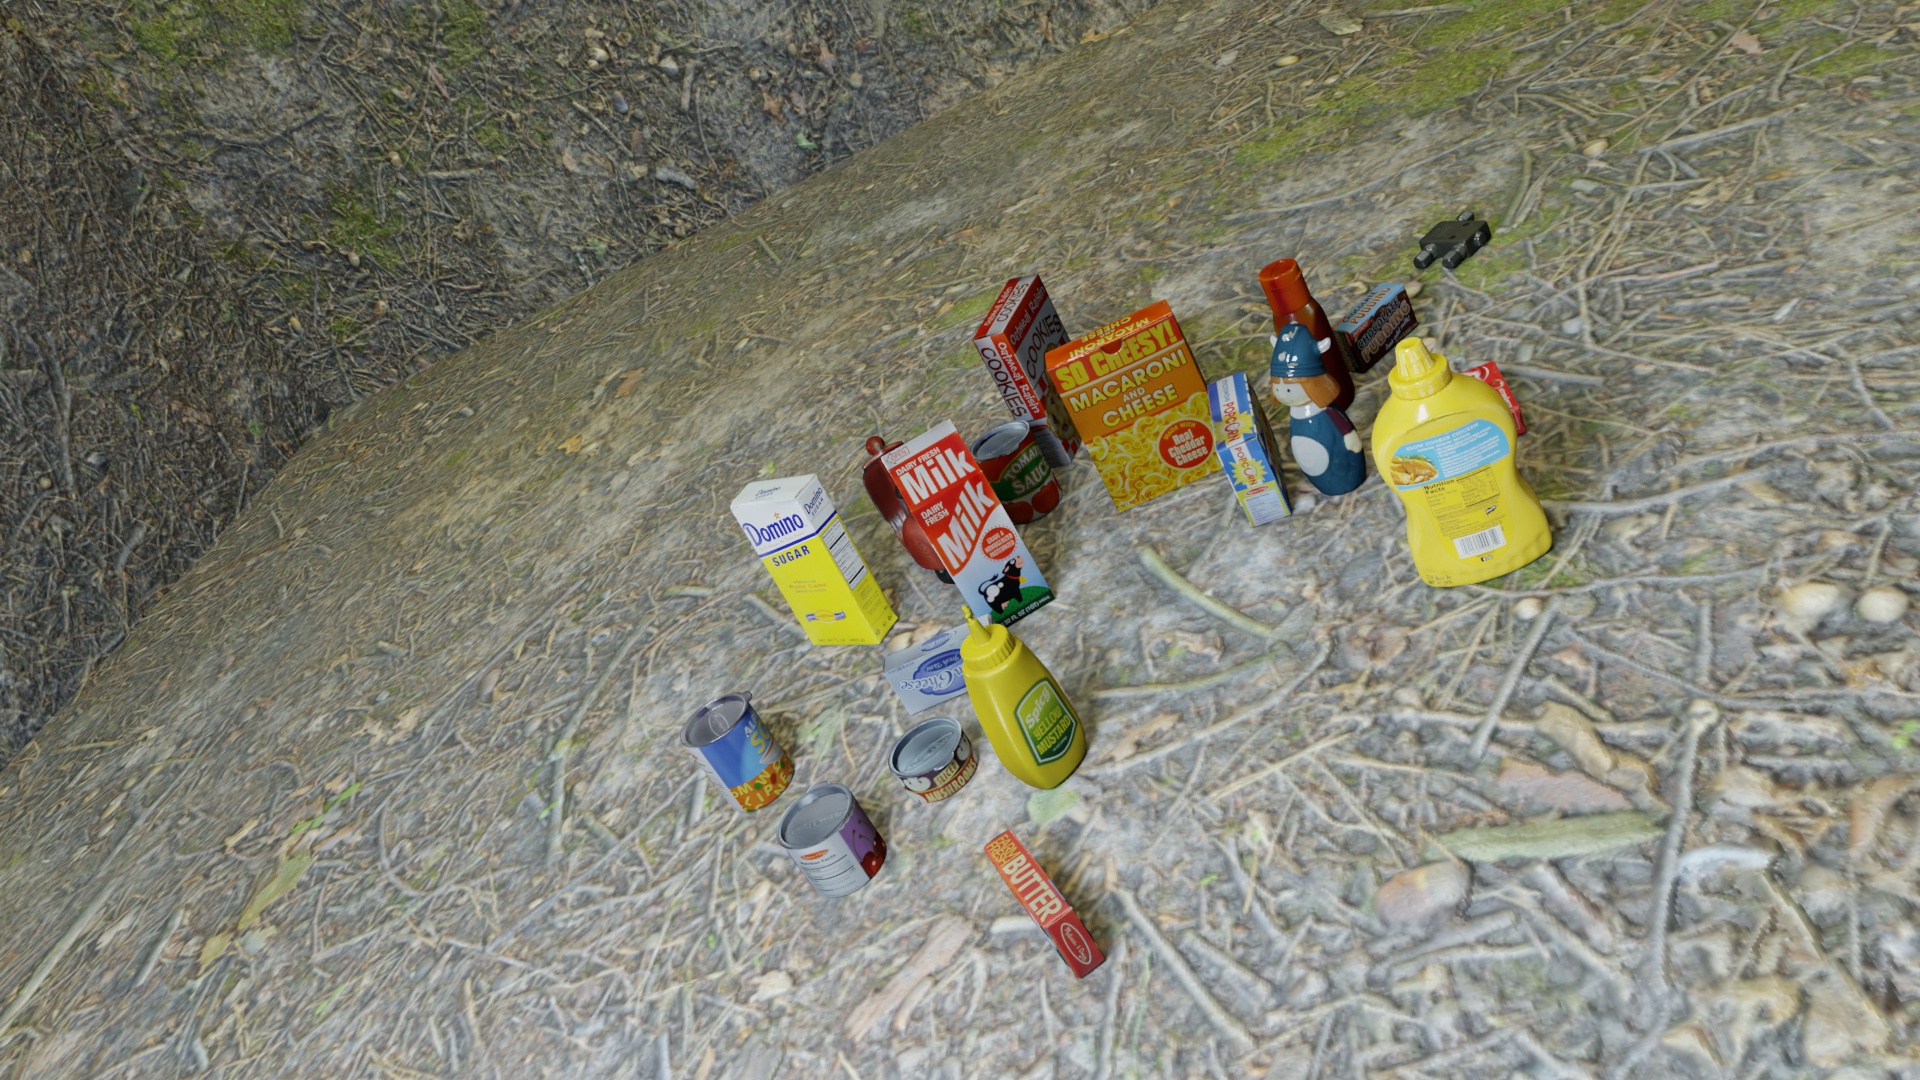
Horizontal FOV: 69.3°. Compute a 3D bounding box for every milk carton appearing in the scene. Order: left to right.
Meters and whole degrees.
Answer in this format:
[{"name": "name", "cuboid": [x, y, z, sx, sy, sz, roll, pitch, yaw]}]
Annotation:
[{"name": "milk carton", "cuboid": [0.004, -0.015, 1.236, 0.072, 0.190, 0.074, -30, 27, 0]}]

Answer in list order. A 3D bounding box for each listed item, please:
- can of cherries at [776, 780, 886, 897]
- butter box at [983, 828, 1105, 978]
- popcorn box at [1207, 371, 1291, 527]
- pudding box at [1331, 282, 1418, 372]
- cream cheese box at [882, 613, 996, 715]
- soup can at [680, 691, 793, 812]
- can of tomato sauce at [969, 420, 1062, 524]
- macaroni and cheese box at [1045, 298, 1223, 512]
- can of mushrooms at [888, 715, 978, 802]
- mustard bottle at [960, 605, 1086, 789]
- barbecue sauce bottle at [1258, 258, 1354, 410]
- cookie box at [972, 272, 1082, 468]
[{"name": "can of cherries", "cuboid": [-0.098, 0.229, 1.069, 0.071, 0.058, 0.072, -23, 28, 13]}, {"name": "butter box", "cuboid": [0.054, 0.237, 0.914, 0.024, 0.053, 0.104, -34, 28, -8]}, {"name": "popcorn box", "cuboid": [0.253, -0.082, 1.221, 0.038, 0.085, 0.127, -21, 29, 18]}, {"name": "pudding box", "cuboid": [0.395, -0.204, 1.328, 0.084, 0.049, 0.030, -40, 29, -18]}, {"name": "cream cheese box", "cuboid": [-0.009, 0.107, 1.192, 0.104, 0.053, 0.024, -24, 28, 11]}, {"name": "soup can", "cuboid": [-0.191, 0.183, 1.207, 0.071, 0.083, 0.072, -23, 28, 13]}, {"name": "can of tomato sauce", "cuboid": [0.057, -0.067, 1.388, 0.071, 0.083, 0.071, -23, 28, 13]}, {"name": "macaroni and cheese box", "cuboid": [0.168, -0.122, 1.282, 0.123, 0.166, 0.040, -24, 28, 12]}, {"name": "can of mushrooms", "cuboid": [-0.021, 0.176, 1.110, 0.071, 0.033, 0.071, -23, 28, 13]}, {"name": "mustard bottle", "cuboid": [0.038, 0.111, 1.024, 0.049, 0.159, 0.065, 7, 45, 50]}, {"name": "barbecue sauce bottle", "cuboid": [0.315, -0.185, 1.266, 0.043, 0.148, 0.065, -6, 35, 38]}, {"name": "cookie box", "cuboid": [0.082, -0.178, 1.458, 0.040, 0.167, 0.123, -12, 32, 31]}]
